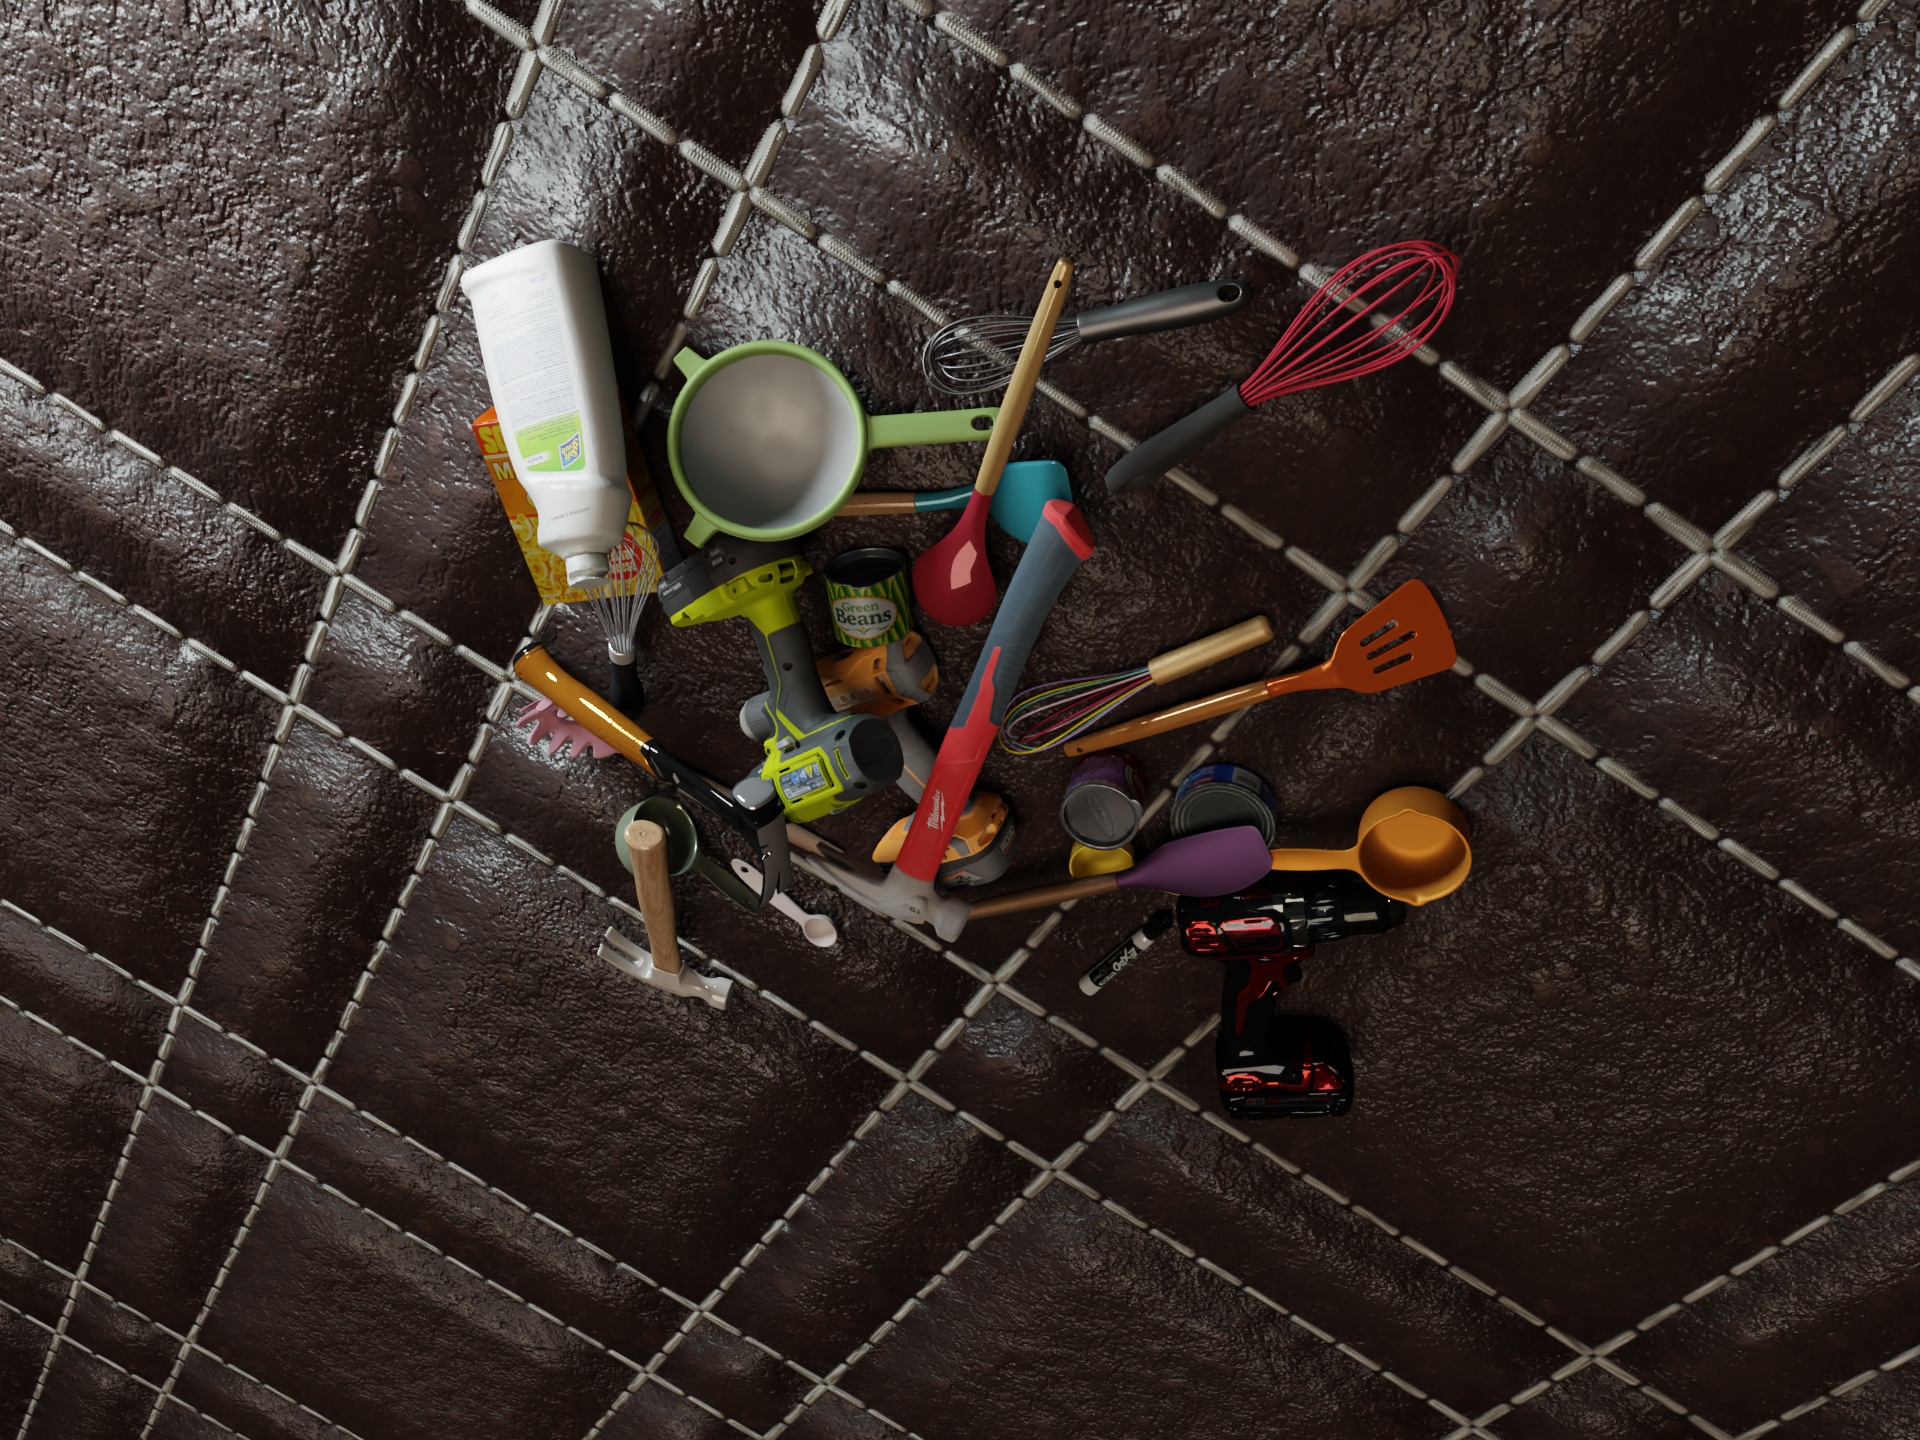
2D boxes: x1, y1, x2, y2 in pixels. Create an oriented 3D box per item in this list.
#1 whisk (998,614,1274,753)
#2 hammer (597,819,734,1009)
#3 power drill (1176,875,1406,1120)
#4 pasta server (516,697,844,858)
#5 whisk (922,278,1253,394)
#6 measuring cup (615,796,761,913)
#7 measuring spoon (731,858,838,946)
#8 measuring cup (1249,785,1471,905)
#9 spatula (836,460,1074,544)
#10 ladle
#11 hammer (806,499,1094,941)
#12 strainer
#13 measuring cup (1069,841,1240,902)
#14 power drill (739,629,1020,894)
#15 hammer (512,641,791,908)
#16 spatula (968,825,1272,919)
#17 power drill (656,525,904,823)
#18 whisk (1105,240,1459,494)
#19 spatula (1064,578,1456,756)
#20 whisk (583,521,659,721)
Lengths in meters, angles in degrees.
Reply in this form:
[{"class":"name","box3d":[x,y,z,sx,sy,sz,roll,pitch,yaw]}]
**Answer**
[{"class":"whisk","box3d":[0.136,-0.026,1.267,0.245,0.047,0.051,-23,112,25]},{"class":"hammer","box3d":[-0.279,0.178,1.459,0.130,0.031,0.331,16,149,5]},{"class":"power drill","box3d":[0.292,0.231,1.366,0.188,0.080,0.226,-6,118,14]},{"class":"pasta server","box3d":[-0.250,0.058,1.443,0.316,0.040,0.060,28,138,-3]},{"class":"whisk","box3d":[0.087,-0.273,1.118,0.239,0.055,0.055,-9,119,17]},{"class":"measuring cup","box3d":[-0.254,0.137,1.486,0.038,0.083,0.167,-20,131,36]},{"class":"measuring spoon","box3d":[-0.165,0.168,1.506,0.124,0.018,0.034,39,125,-2]},{"class":"measuring cup","box3d":[0.323,0.097,1.286,0.173,0.052,0.095,-3,121,21]},{"class":"spatula","box3d":[-0.061,-0.166,1.234,0.317,0.044,0.082,1,124,18]},{"class":"ladle","box3d":[0.027,-0.188,1.151,0.069,0.031,0.315,24,128,4]},{"class":"hammer","box3d":[-0.002,-0.004,1.242,0.143,0.038,0.386,26,119,7]},{"class":"strainer","box3d":[-0.089,-0.210,1.206,0.256,0.069,0.151,-4,86,0]},{"class":"measuring cup","box3d":[0.170,0.130,1.375,0.156,0.029,0.062,14,129,-6]},{"class":"power drill","box3d":[-0.071,0.044,1.355,0.185,0.084,0.226,-18,111,28]},{"class":"hammer","box3d":[-0.266,0.028,1.337,0.337,0.034,0.127,33,144,31]},{"class":"spatula","box3d":[0.114,0.143,1.356,0.316,0.018,0.059,-15,110,28]},{"class":"power drill","box3d":[-0.155,-0.026,1.275,0.190,0.080,0.228,-22,90,46]},{"class":"whisk","box3d":[0.213,-0.234,1.098,0.296,0.073,0.073,-31,109,37]},{"class":"spatula","box3d":[0.224,-0.023,1.255,0.322,0.041,0.081,-18,116,31]},{"class":"whisk","box3d":[-0.280,-0.076,1.310,0.070,0.070,0.284,19,147,4]}]
